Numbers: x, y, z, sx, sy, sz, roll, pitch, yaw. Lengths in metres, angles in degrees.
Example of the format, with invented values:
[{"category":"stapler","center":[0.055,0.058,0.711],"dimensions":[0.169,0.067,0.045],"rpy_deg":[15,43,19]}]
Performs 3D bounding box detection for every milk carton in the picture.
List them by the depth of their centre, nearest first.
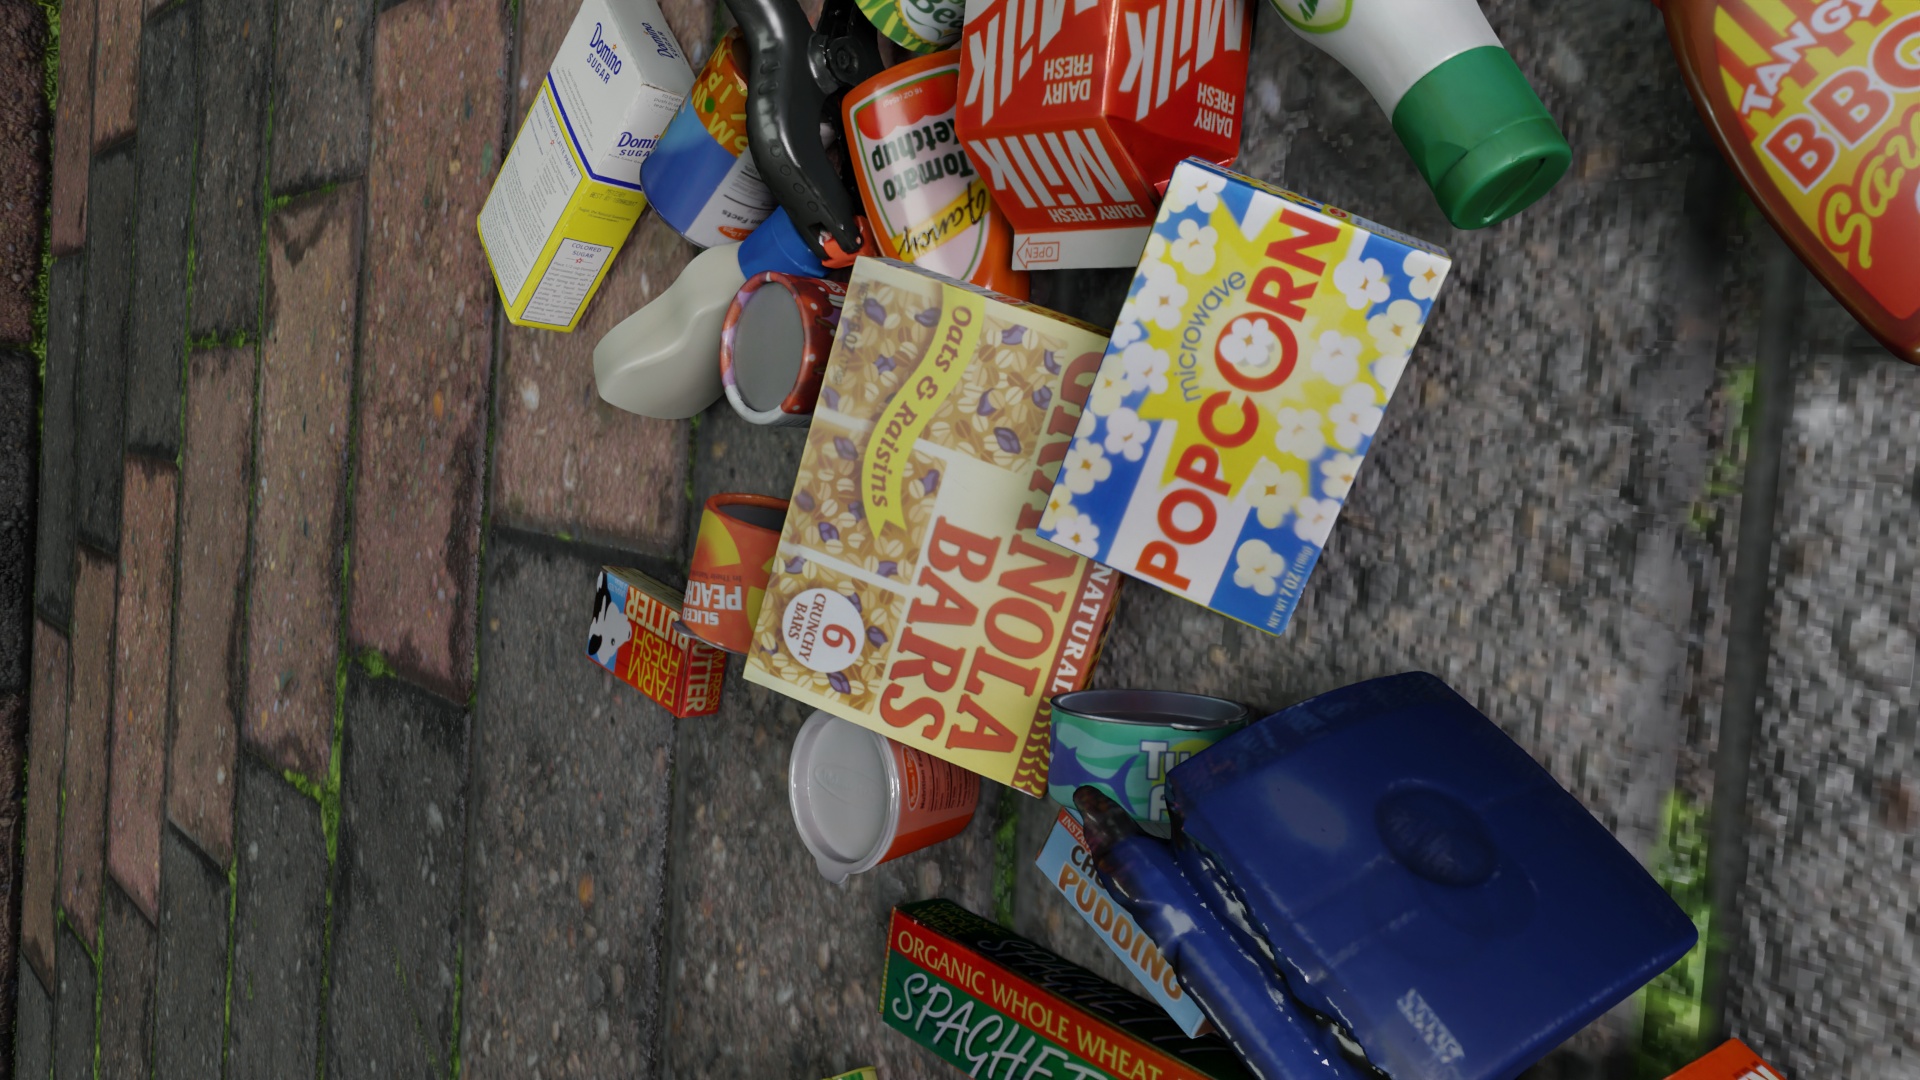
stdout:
[{"category":"milk carton","center":[0.051,-0.189,0.475],"dimensions":[0.072,0.073,0.190],"rpy_deg":[10,96,47]}]

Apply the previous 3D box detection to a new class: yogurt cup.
[{"category":"yogurt cup","center":[-0.029,0.098,0.567],"dimensions":[0.072,0.054,0.072],"rpy_deg":[-2,88,47]}]

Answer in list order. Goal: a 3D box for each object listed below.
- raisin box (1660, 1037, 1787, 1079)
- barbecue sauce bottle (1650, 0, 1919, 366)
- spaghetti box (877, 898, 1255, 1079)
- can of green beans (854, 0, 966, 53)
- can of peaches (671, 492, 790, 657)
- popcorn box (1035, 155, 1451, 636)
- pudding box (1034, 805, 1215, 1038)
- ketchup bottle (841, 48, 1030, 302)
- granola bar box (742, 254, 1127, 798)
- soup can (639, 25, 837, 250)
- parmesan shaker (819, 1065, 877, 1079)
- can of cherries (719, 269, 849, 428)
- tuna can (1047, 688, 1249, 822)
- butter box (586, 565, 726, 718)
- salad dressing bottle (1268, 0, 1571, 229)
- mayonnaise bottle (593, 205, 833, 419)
[{"category":"raisin box","center":[0.157,0.188,0.342],"dimensions":[0.040,0.086,0.123],"rpy_deg":[44,119,40]},{"category":"barbecue sauce bottle","center":[0.206,-0.115,0.330],"dimensions":[0.064,0.044,0.149],"rpy_deg":[-47,56,36]},{"category":"spaghetti box","center":[0.061,0.190,0.486],"dimensions":[0.250,0.029,0.050],"rpy_deg":[13,98,46]},{"category":"can of green beans","center":[-0.006,-0.234,0.543],"dimensions":[0.057,0.071,0.071],"rpy_deg":[-22,73,45]},{"category":"can of peaches","center":[-0.090,0.015,0.622],"dimensions":[0.071,0.071,0.058],"rpy_deg":[28,108,44]},{"category":"popcorn box","center":[0.085,-0.044,0.432],"dimensions":[0.085,0.038,0.126],"rpy_deg":[23,109,9]},{"category":"pudding box","center":[0.071,0.120,0.463],"dimensions":[0.084,0.050,0.030],"rpy_deg":[42,120,39]},{"category":"ketchup bottle","center":[-0.001,-0.113,0.545],"dimensions":[0.064,0.043,0.149],"rpy_deg":[-16,82,17]},{"category":"granola bar box","center":[0.002,-0.006,0.506],"dimensions":[0.124,0.039,0.165],"rpy_deg":[20,107,10]},{"category":"soup can","center":[-0.102,-0.187,0.644],"dimensions":[0.083,0.071,0.071],"rpy_deg":[-44,59,36]},{"category":"parmesan shaker","center":[-0.051,0.280,0.572],"dimensions":[0.071,0.071,0.103],"rpy_deg":[-41,60,38]},{"category":"can of cherries","center":[-0.063,-0.084,0.606],"dimensions":[0.071,0.058,0.071],"rpy_deg":[-1,89,47]},{"category":"tuna can","center":[0.063,0.070,0.459],"dimensions":[0.071,0.071,0.033],"rpy_deg":[5,94,47]},{"category":"butter box","center":[-0.160,0.052,0.731],"dimensions":[0.103,0.024,0.053],"rpy_deg":[21,103,45]},{"category":"salad dressing bottle","center":[0.127,-0.161,0.412],"dimensions":[0.148,0.044,0.064],"rpy_deg":[66,157,20]},{"category":"mayonnaise bottle","center":[-0.112,-0.109,0.659],"dimensions":[0.147,0.065,0.041],"rpy_deg":[-32,63,37]}]
